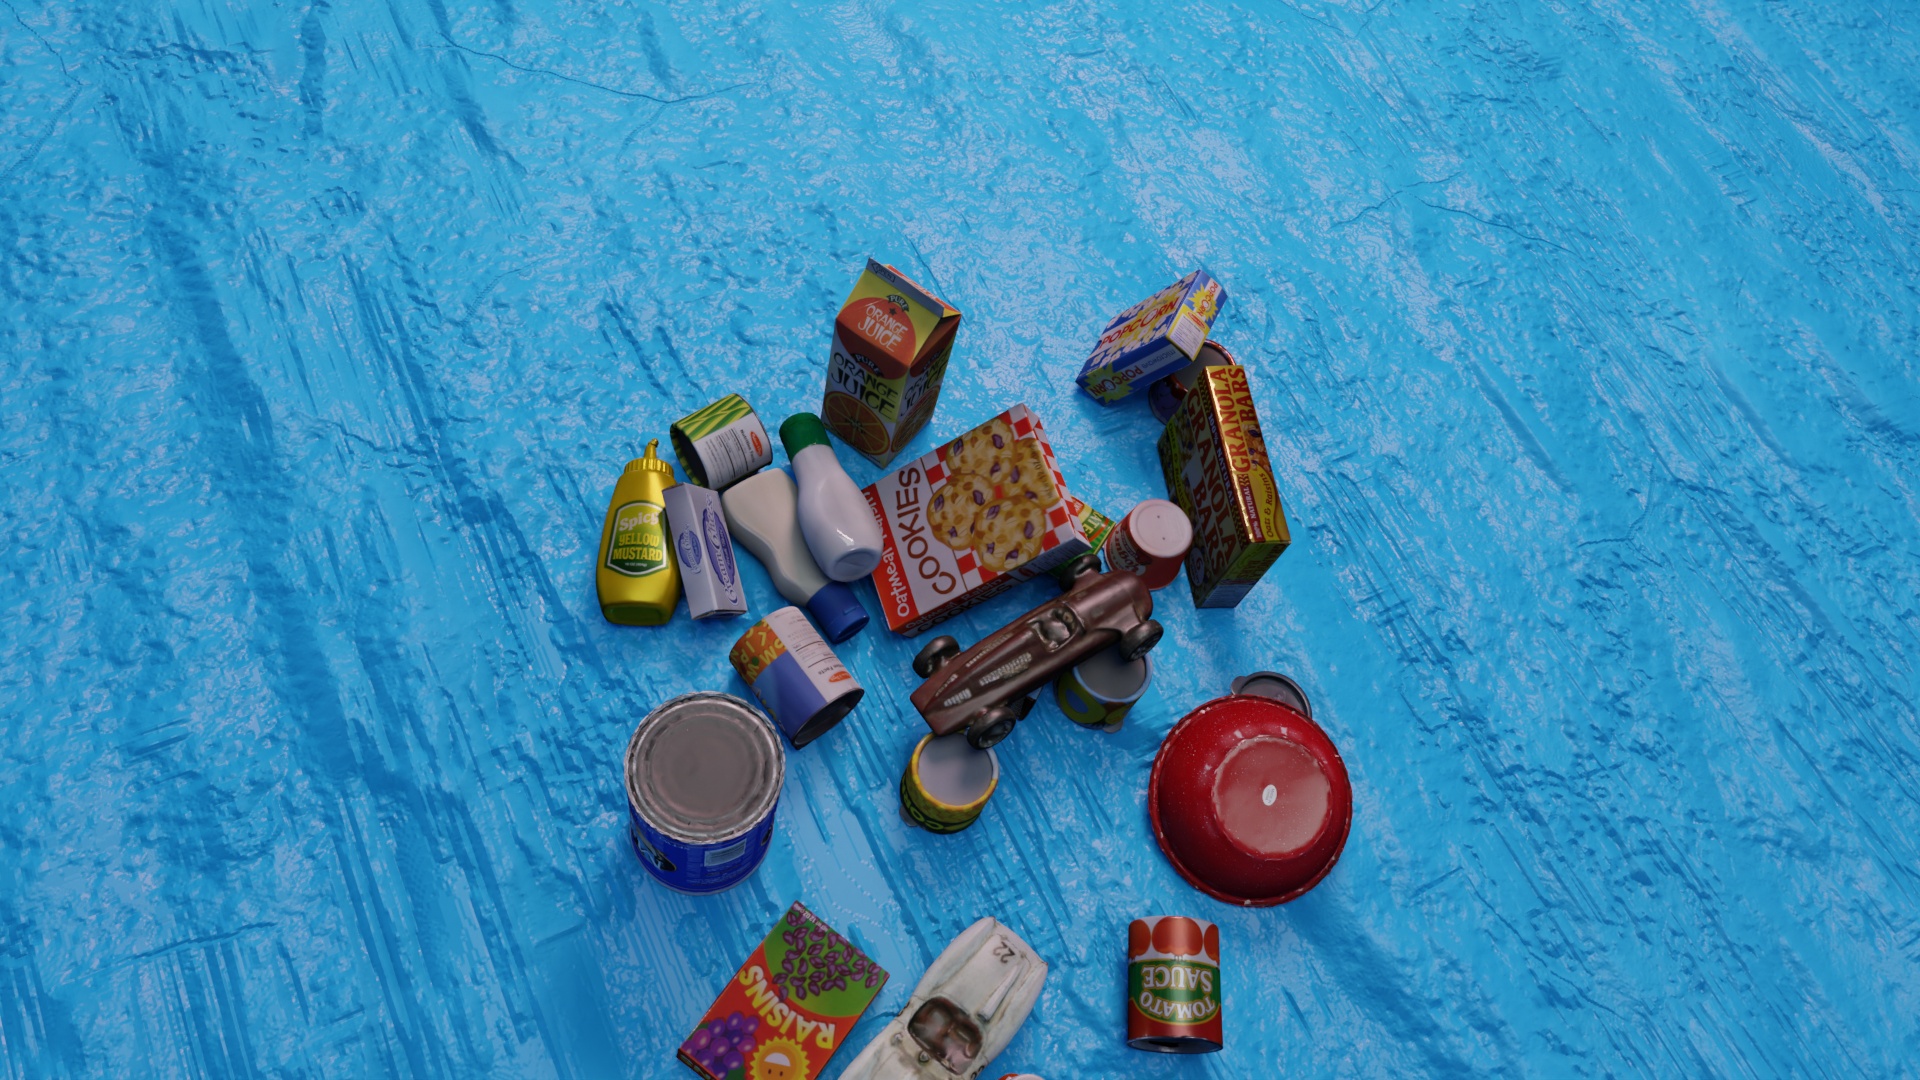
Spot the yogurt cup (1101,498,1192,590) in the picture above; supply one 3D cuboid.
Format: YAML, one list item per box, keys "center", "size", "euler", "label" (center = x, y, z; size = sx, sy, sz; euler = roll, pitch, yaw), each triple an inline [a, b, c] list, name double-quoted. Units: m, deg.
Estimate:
- center: [0.159, 0.001, 1.155]
  size: [0.072, 0.053, 0.073]
  euler: [5, 62, -10]
  label: "yogurt cup"

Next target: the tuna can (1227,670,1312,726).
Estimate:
- center: [0.242, 0.139, 1.111]
  size: [0.071, 0.032, 0.071]
  euler: [5, 62, -9]
  label: "tuna can"

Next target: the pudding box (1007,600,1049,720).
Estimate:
- center: [0.059, 0.094, 1.088]
  size: [0.030, 0.049, 0.084]
  euler: [28, 61, 5]
  label: "pudding box"

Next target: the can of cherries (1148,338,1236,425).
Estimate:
- center: [0.209, -0.137, 1.236]
  size: [0.071, 0.058, 0.072]
  euler: [5, 61, -9]
  label: "can of cherries"

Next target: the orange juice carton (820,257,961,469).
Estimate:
- center: [-0.056, -0.147, 1.111]
  size: [0.072, 0.191, 0.073]
  euler: [35, 61, 9]
  label: "orange juice carton"

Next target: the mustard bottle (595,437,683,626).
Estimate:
- center: [-0.247, -0.013, 1.083]
  size: [0.065, 0.048, 0.161]
  euler: [1, 62, -7]
  label: "mustard bottle"

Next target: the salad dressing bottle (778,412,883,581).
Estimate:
- center: [-0.106, -0.037, 1.094]
  size: [0.064, 0.043, 0.148]
  euler: [13, 41, -43]
  label: "salad dressing bottle"

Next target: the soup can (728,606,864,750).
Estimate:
- center: [-0.125, 0.103, 1.039]
  size: [0.071, 0.071, 0.084]
  euler: [-33, 72, -25]
  label: "soup can"

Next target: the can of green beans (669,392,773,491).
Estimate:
- center: [-0.193, -0.077, 1.118]
  size: [0.058, 0.071, 0.071]
  euler: [-30, 72, -23]
  label: "can of green beans"

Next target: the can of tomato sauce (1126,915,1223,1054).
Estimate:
- center: [0.151, 0.313, 0.979]
  size: [0.071, 0.071, 0.083]
  euler: [8, 61, -7]
  label: "can of tomato sauce"

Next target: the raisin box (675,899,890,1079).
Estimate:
- center: [-0.119, 0.320, 0.938]
  size: [0.086, 0.040, 0.124]
  euler: [36, 60, 8]
  label: "raisin box"

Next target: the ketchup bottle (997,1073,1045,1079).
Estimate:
- center: [0.028, 0.367, 0.881]
  size: [0.043, 0.148, 0.065]
  euler: [44, 63, 14]
  label: "ketchup bottle"

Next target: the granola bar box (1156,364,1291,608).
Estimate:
- center: [0.214, -0.043, 1.150]
  size: [0.039, 0.123, 0.166]
  euler: [-2, 63, -14]
  label: "granola bar box"

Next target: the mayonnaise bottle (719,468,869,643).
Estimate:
- center: [-0.128, 0.014, 1.098]
  size: [0.065, 0.041, 0.148]
  euler: [-28, 72, -30]
  label: "mayonnaise bottle"

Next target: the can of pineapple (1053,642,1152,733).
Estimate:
- center: [0.113, 0.108, 1.087]
  size: [0.071, 0.057, 0.071]
  euler: [5, 62, -9]
  label: "can of pineapple"

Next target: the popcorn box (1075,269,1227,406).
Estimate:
- center: [0.165, -0.175, 1.208]
  size: [0.038, 0.126, 0.085]
  euler: [40, 59, -18]
  label: "popcorn box"

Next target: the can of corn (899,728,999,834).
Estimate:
- center: [-0.010, 0.178, 1.024]
  size: [0.071, 0.058, 0.071]
  euler: [5, 61, -9]
  label: "can of corn"

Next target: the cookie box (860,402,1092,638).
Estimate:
- center: [0.004, -0.014, 1.089]
  size: [0.167, 0.040, 0.123]
  euler: [-28, 65, 17]
  label: "cookie box"

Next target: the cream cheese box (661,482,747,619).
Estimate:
- center: [-0.196, 0.009, 1.065]
  size: [0.024, 0.053, 0.104]
  euler: [-18, 80, 16]
  label: "cream cheese box"

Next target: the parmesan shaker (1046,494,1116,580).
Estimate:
- center: [0.066, -0.013, 1.136]
  size: [0.103, 0.071, 0.071]
  euler: [33, 61, 6]
  label: "parmesan shaker"
